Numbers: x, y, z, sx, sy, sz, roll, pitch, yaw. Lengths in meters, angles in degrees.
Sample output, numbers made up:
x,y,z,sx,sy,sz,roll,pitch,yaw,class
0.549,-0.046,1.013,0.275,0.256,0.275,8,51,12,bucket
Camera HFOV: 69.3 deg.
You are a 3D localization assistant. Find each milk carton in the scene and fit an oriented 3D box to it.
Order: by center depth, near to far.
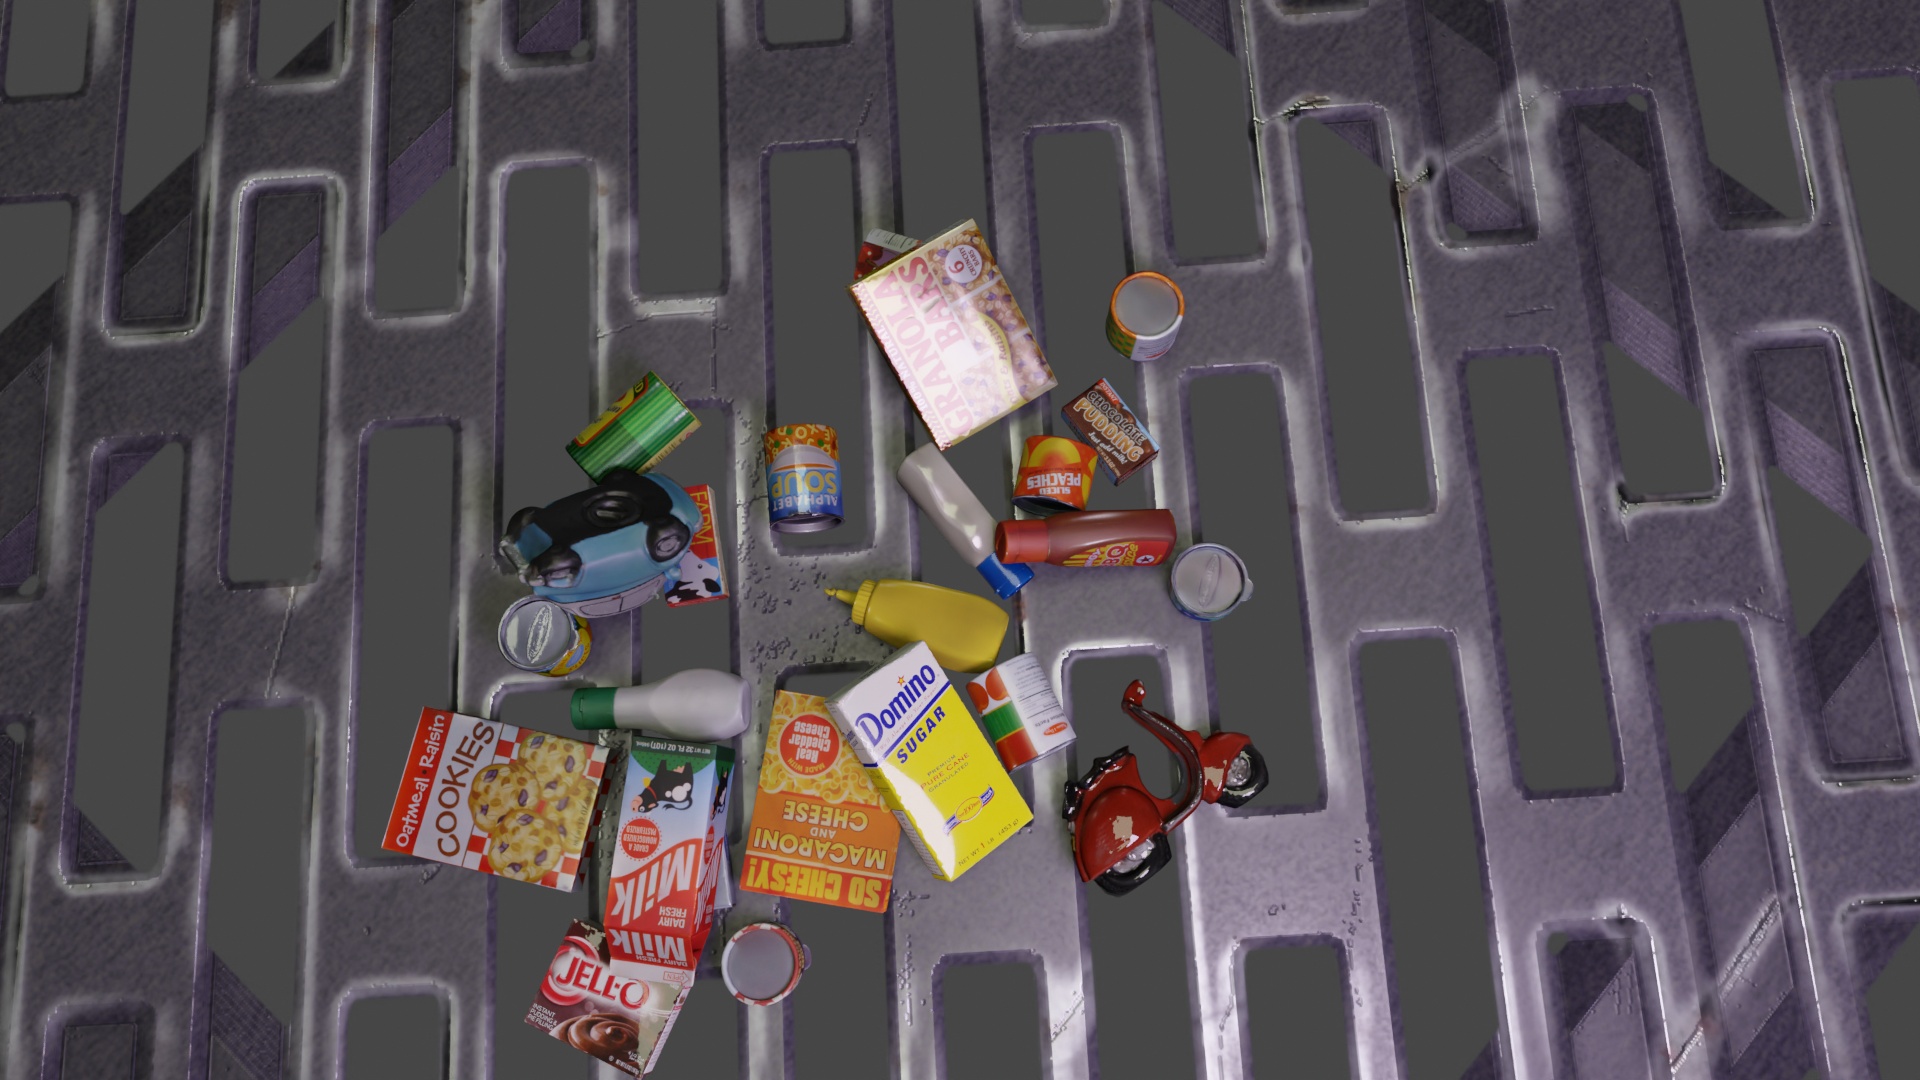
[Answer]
x,y,z,sx,sy,sz,roll,pitch,yaw,class
-0.236,0.258,1.124,0.072,0.073,0.191,6,79,5,milk carton

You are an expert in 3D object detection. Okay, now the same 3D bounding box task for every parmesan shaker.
x,y,z,sx,sy,sz,roll,pitch,yaw,class
-0.290,-0.093,1.229,0.103,0.071,0.071,-43,80,-7,parmesan shaker

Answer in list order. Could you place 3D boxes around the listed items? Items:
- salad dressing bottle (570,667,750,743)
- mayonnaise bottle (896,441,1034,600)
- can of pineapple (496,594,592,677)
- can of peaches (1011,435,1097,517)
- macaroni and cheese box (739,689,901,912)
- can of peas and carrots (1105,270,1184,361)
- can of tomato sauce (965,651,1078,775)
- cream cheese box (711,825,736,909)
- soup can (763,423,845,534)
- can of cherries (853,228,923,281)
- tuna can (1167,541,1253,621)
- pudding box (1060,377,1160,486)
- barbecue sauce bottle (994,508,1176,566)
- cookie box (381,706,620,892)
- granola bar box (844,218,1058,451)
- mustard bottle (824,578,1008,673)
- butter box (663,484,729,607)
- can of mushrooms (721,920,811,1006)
x,y,z,sx,sy,sz,roll,pitch,yaw,class
-0.257,0.142,1.192,0.148,0.044,0.064,-2,73,3,salad dressing bottle
0.004,-0.015,1.209,0.041,0.064,0.148,-38,83,-18,mayonnaise bottle
-0.356,0.084,1.200,0.071,0.057,0.071,0,78,2,can of pineapple
0.082,-0.055,1.209,0.071,0.071,0.058,12,78,5,can of peaches
-0.108,0.219,1.171,0.124,0.040,0.167,9,78,3,macaroni and cheese box
0.163,-0.203,1.244,0.071,0.058,0.071,0,78,1,can of peas and carrots
0.050,0.146,1.170,0.071,0.071,0.083,-26,78,-4,can of tomato sauce
-0.223,0.261,1.174,0.053,0.024,0.104,-9,78,0,cream cheese box
-0.137,-0.054,1.216,0.071,0.071,0.084,-6,78,1,soup can
-0.060,-0.241,1.257,0.058,0.071,0.071,17,79,5,can of cherries
0.216,0.037,1.204,0.071,0.032,0.071,0,78,2,tuna can
0.133,-0.097,1.237,0.050,0.030,0.084,-35,79,-6,pudding box
0.105,-0.001,1.182,0.149,0.064,0.044,-1,64,-15,barbecue sauce bottle
-0.390,0.219,1.181,0.167,0.040,0.123,12,78,3,cookie box
-0.008,-0.180,1.218,0.124,0.039,0.165,-31,108,-5,granola bar box
-0.041,0.065,1.197,0.160,0.048,0.065,18,65,7,mustard bottle
-0.239,0.005,1.230,0.053,0.024,0.103,-10,78,-1,butter box
-0.161,0.349,1.148,0.071,0.033,0.071,0,77,2,can of mushrooms
